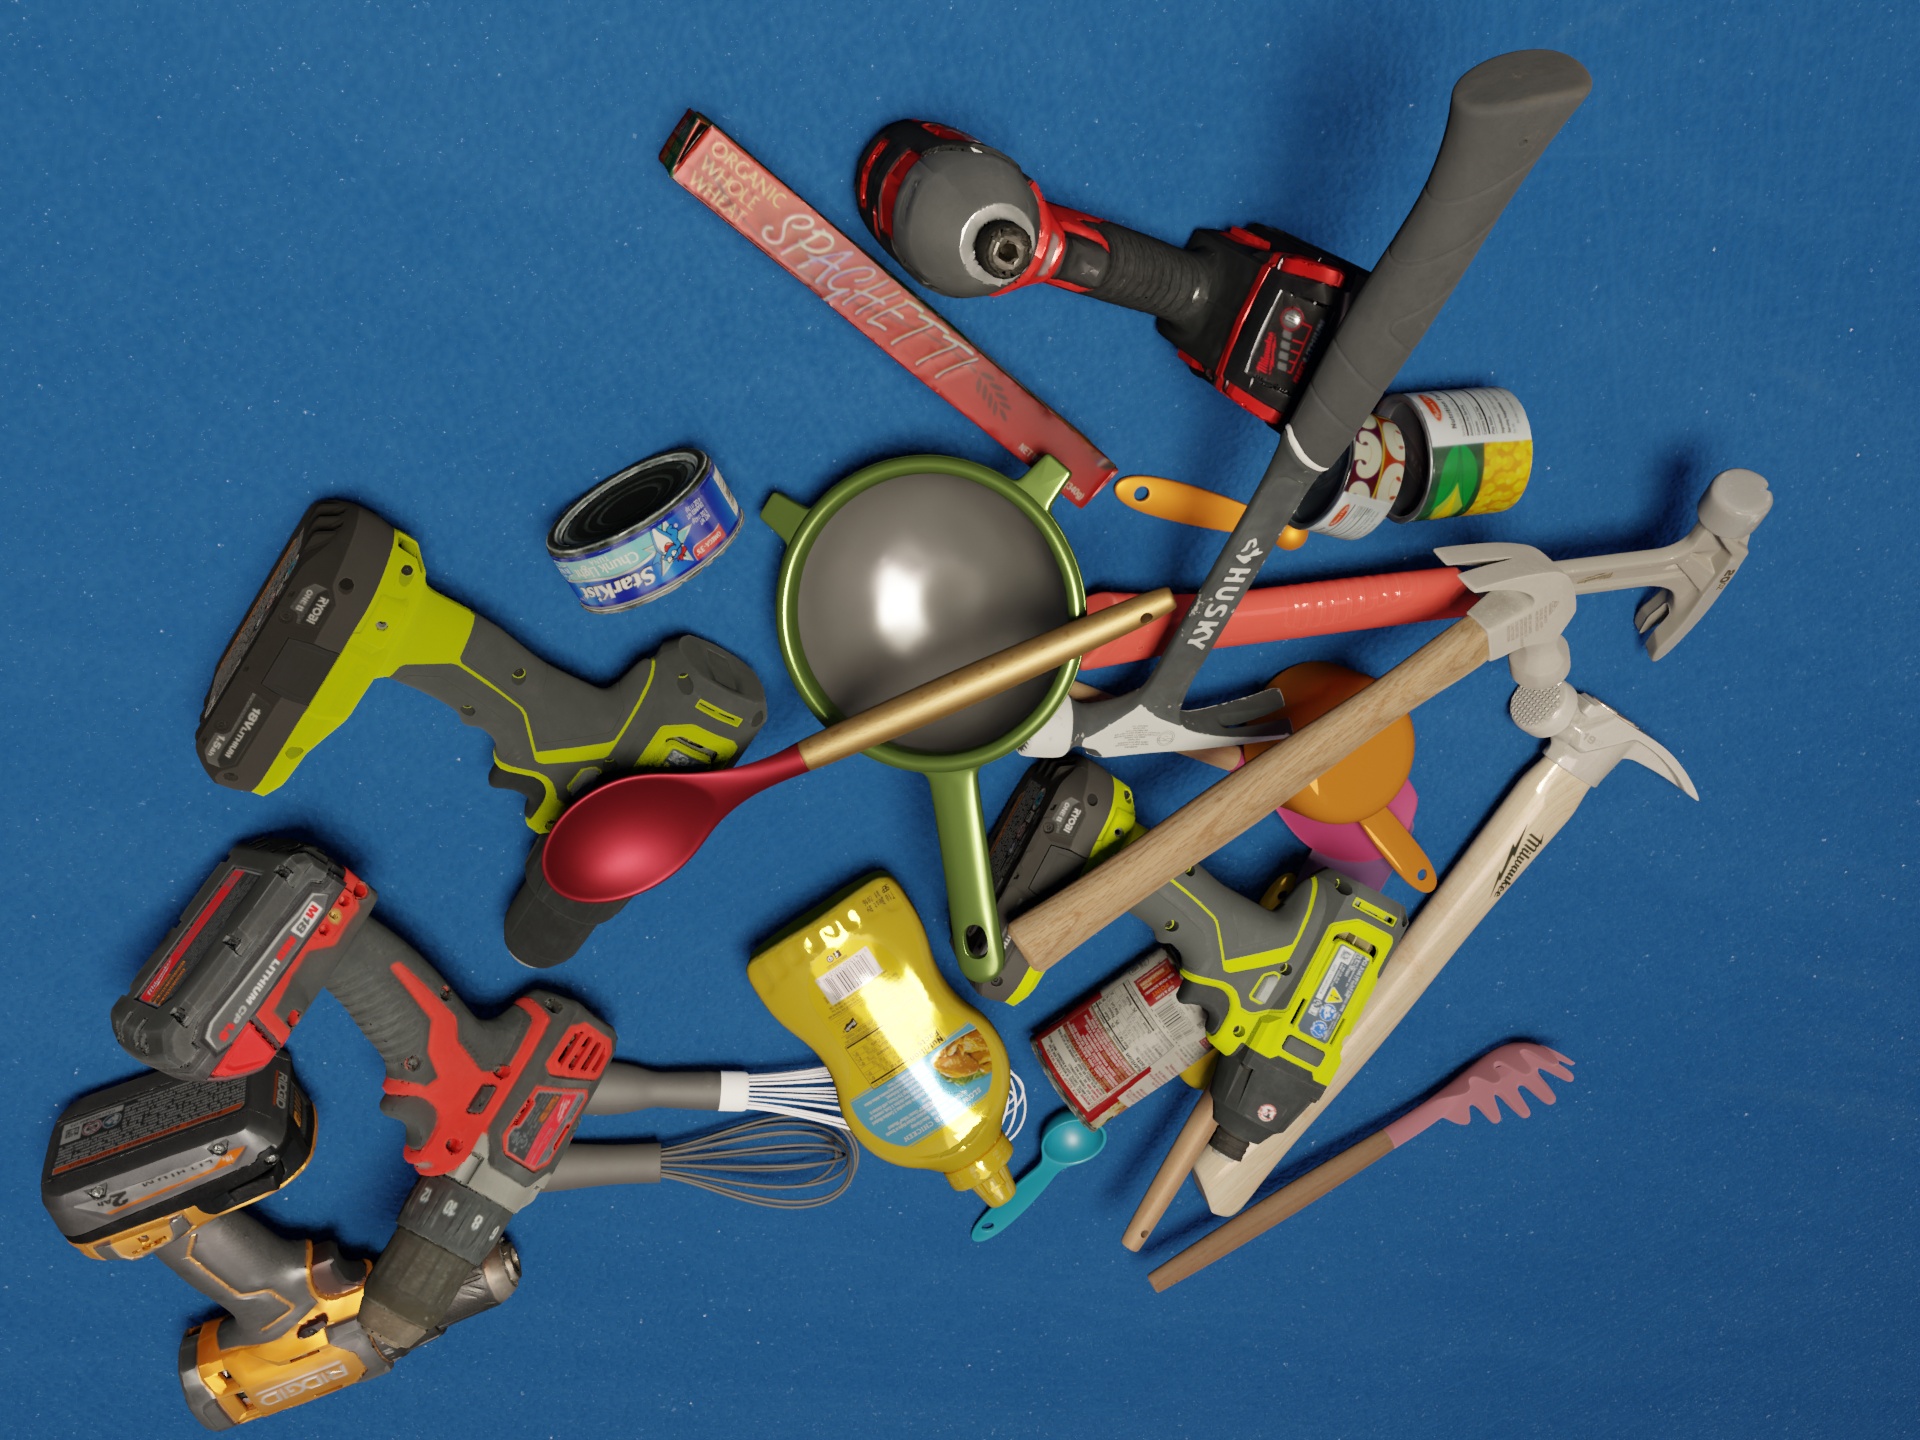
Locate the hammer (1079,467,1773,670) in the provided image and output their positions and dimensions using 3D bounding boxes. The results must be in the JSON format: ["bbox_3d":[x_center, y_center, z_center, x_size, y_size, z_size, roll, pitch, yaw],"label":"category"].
[{"bbox_3d":[0.237,-0.061,0.856,0.359,0.037,0.149,-7,152,-4],"label":"hammer"}]

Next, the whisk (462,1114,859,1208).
[{"bbox_3d":[-0.176,0.259,0.924,0.239,0.055,0.055,2,117,-12],"label":"whisk"}]

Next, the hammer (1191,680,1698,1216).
[{"bbox_3d":[0.289,0.162,1.009,0.146,0.038,0.410,26,108,-28],"label":"hammer"}]

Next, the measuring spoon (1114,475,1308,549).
[{"bbox_3d":[0.133,-0.108,0.832,0.116,0.011,0.021,11,114,-21],"label":"measuring spoon"}]

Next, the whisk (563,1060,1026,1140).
[{"bbox_3d":[-0.099,0.214,0.918,0.284,0.070,0.070,5,116,-13],"label":"whisk"}]

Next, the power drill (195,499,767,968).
[{"bbox_3d":[-0.231,0.015,0.758,0.228,0.080,0.190,28,108,-29],"label":"power drill"}]

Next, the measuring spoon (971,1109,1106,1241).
[{"bbox_3d":[0.045,0.290,1.023,0.042,0.021,0.128,27,117,-26],"label":"measuring spoon"}]

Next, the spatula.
[{"bbox_3d":[0.180,0.187,0.970,0.059,0.018,0.316,27,95,-23],"label":"spatula"}]

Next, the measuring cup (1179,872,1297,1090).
[{"bbox_3d":[0.176,0.165,0.980,0.062,0.029,0.156,11,115,-21],"label":"measuring cup"}]

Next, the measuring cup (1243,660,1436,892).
[{"bbox_3d":[0.234,0.043,0.897,0.095,0.052,0.173,-44,110,-7],"label":"measuring cup"}]

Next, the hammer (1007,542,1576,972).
[{"bbox_3d":[0.166,0.021,0.796,0.331,0.031,0.129,-34,142,-2],"label":"hammer"}]

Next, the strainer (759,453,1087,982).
[{"bbox_3d":[-0.001,-0.002,0.783,0.151,0.069,0.256,-6,100,14],"label":"strainer"}]

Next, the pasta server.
[{"bbox_3d":[0.265,0.297,1.053,0.316,0.040,0.060,-28,137,-8],"label":"pasta server"}]

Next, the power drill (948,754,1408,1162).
[{"bbox_3d":[0.114,0.130,0.870,0.223,0.080,0.171,28,90,-11],"label":"power drill"}]

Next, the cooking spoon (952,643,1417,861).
[{"bbox_3d":[0.132,0.013,0.892,0.318,0.017,0.069,20,92,-24],"label":"cooking spoon"}]

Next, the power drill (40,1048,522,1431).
[{"bbox_3d":[-0.359,0.280,0.864,0.185,0.084,0.226,-19,125,-8],"label":"power drill"}]

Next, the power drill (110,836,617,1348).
[{"bbox_3d":[-0.293,0.183,0.780,0.226,0.080,0.188,46,61,-34],"label":"power drill"}]

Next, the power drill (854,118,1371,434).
[{"bbox_3d":[0.069,-0.195,0.692,0.219,0.143,0.078,12,113,-24],"label":"power drill"}]

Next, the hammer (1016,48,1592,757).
[{"bbox_3d":[0.149,-0.105,0.698,0.149,0.036,0.408,2,144,-18],"label":"hammer"}]

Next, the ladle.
[{"bbox_3d":[-0.049,0.006,0.730,0.315,0.031,0.069,-23,134,7],"label":"ladle"}]
